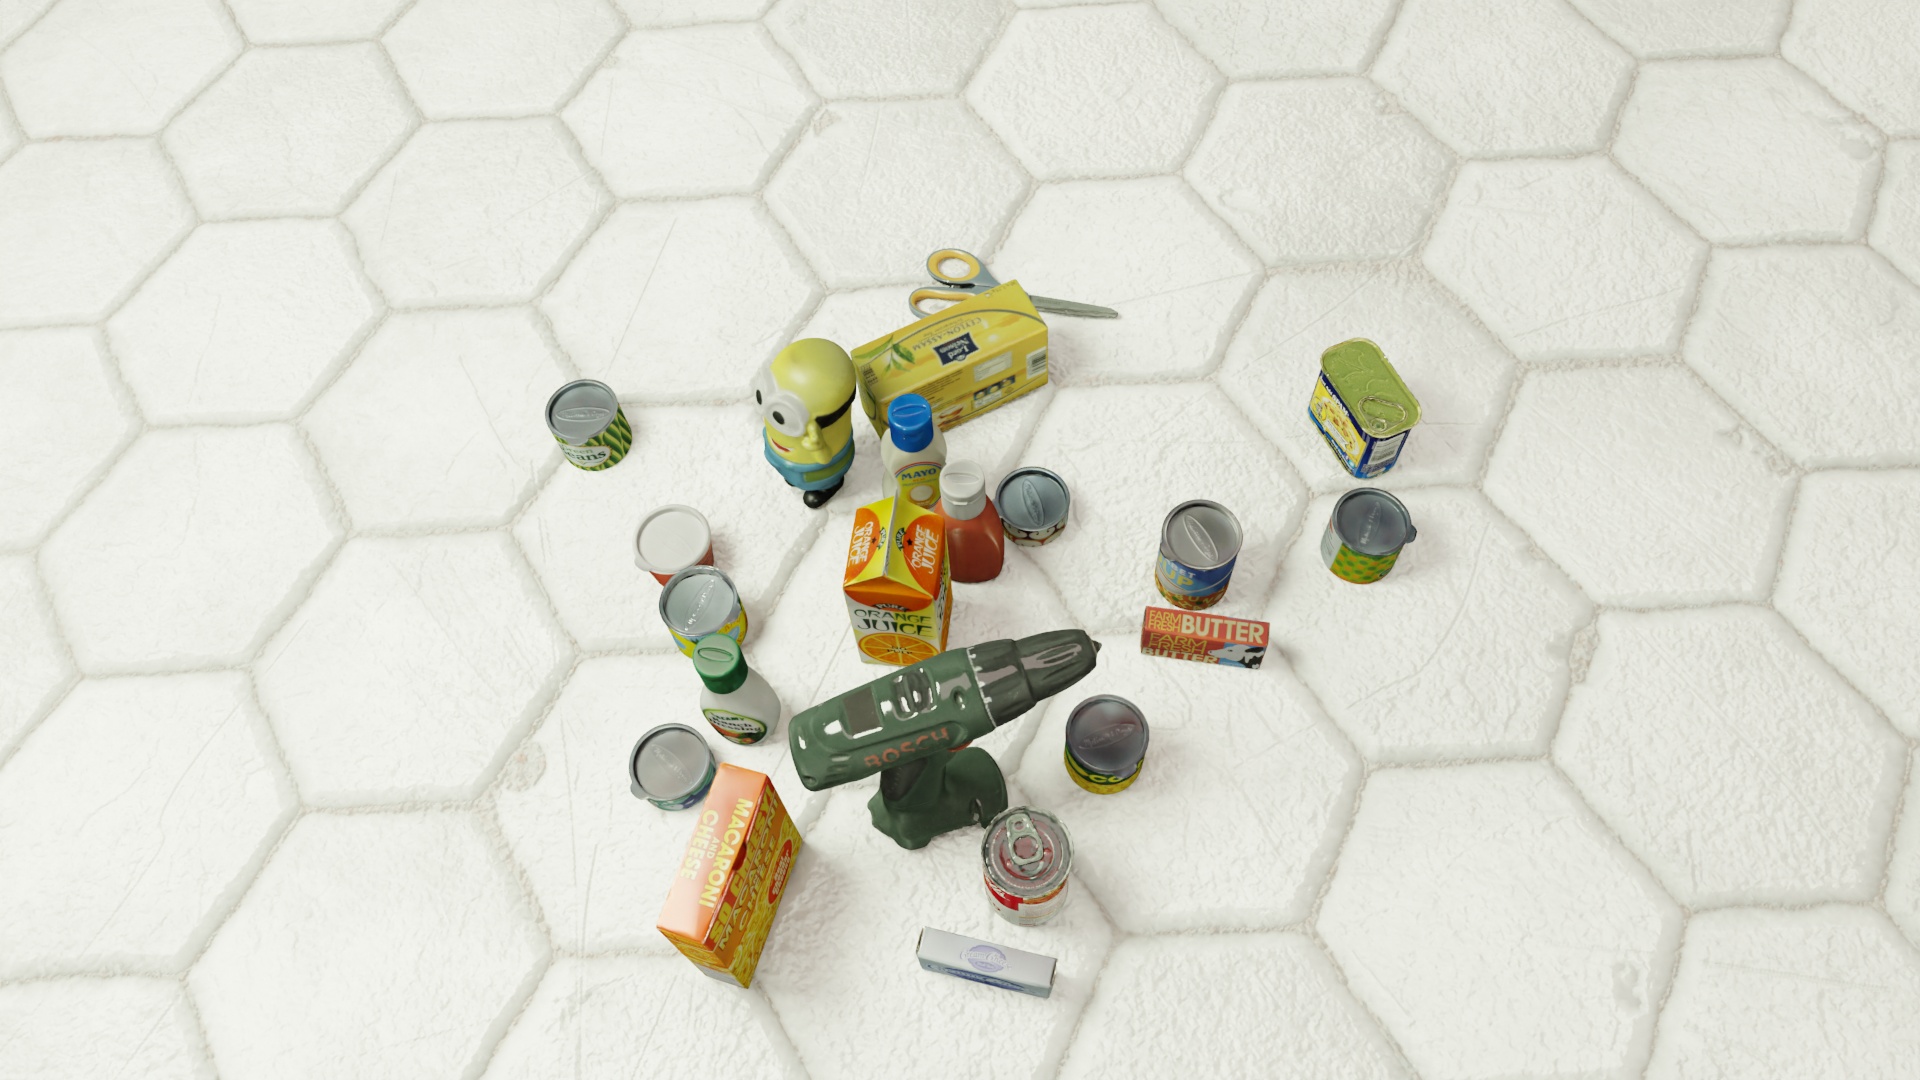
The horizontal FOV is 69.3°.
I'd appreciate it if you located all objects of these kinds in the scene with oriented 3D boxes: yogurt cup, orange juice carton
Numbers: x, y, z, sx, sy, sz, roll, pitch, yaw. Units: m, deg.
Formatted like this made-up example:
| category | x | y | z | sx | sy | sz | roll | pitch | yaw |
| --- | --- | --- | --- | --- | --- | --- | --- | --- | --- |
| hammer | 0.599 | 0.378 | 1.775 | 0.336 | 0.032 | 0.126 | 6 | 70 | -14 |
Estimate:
| category | x | y | z | sx | sy | sz | roll | pitch | yaw |
| --- | --- | --- | --- | --- | --- | --- | --- | --- | --- |
| yogurt cup | -0.247 | 0.009 | 1.213 | 0.072 | 0.053 | 0.073 | -1 | 62 | 2 |
| orange juice carton | -0.049 | 0.034 | 1.115 | 0.073 | 0.191 | 0.072 | 6 | 63 | 5 |

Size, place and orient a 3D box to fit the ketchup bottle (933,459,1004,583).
| category | x | y | z | sx | sy | sz | roll | pitch | yaw |
| --- | --- | --- | --- | --- | --- | --- | --- | --- | --- |
| ketchup bottle | 0.004 | -0.015 | 1.163 | 0.065 | 0.148 | 0.044 | 4 | 62 | 4 |

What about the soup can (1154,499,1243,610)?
| category | x | y | z | sx | sy | sz | roll | pitch | yaw |
| --- | --- | --- | --- | --- | --- | --- | --- | --- | --- |
| soup can | 0.198 | 0.014 | 1.177 | 0.071 | 0.083 | 0.071 | -1 | 62 | 2 |

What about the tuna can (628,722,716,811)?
| category | x | y | z | sx | sy | sz | roll | pitch | yaw |
| --- | --- | --- | --- | --- | --- | --- | --- | --- | --- |
| tuna can | -0.235 | 0.187 | 1.130 | 0.071 | 0.032 | 0.071 | -1 | 62 | 2 |

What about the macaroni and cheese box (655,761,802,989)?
| category | x | y | z | sx | sy | sz | roll | pitch | yaw |
| --- | --- | --- | --- | --- | --- | --- | --- | --- | --- |
| macaroni and cheese box | -0.164 | 0.249 | 1.019 | 0.040 | 0.165 | 0.124 | 14 | 64 | 10 |

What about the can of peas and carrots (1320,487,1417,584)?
| category | x | y | z | sx | sy | sz | roll | pitch | yaw |
| --- | --- | --- | --- | --- | --- | --- | --- | --- | --- |
| can of peas and carrots | 0.350 | -0.003 | 1.195 | 0.071 | 0.058 | 0.071 | -1 | 62 | 2 |

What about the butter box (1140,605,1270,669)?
| category | x | y | z | sx | sy | sz | roll | pitch | yaw |
| --- | --- | --- | --- | --- | --- | --- | --- | --- | --- |
| butter box | 0.202 | 0.081 | 1.158 | 0.103 | 0.053 | 0.024 | 8 | 63 | 6 |

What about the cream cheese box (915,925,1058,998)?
| category | x | y | z | sx | sy | sz | roll | pitch | yaw |
| --- | --- | --- | --- | --- | --- | --- | --- | --- | --- |
| cream cheese box | 0.020 | 0.317 | 1.039 | 0.104 | 0.053 | 0.024 | 11 | 63 | 8 |

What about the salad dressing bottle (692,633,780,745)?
| category | x | y | z | sx | sy | sz | roll | pitch | yaw |
| --- | --- | --- | --- | --- | --- | --- | --- | --- | --- |
| salad dressing bottle | -0.180 | 0.118 | 1.100 | 0.064 | 0.147 | 0.044 | 11 | 63 | 8 |

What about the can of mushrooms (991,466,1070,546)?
| category | x | y | z | sx | sy | sz | roll | pitch | yaw |
| --- | --- | --- | --- | --- | --- | --- | --- | --- | --- |
| can of mushrooms | 0.062 | -0.029 | 1.234 | 0.071 | 0.033 | 0.071 | -1 | 62 | 2 |

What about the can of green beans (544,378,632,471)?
| category | x | y | z | sx | sy | sz | roll | pitch | yaw |
| --- | --- | --- | --- | --- | --- | --- | --- | --- | --- |
| can of green beans | -0.341 | -0.105 | 1.276 | 0.071 | 0.057 | 0.071 | -1 | 62 | 2 |

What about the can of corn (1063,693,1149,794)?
| category | x | y | z | sx | sy | sz | roll | pitch | yaw |
| --- | --- | --- | --- | --- | --- | --- | --- | --- | --- |
| can of corn | 0.117 | 0.166 | 1.113 | 0.071 | 0.058 | 0.071 | -1 | 62 | 2 |

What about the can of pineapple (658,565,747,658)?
| category | x | y | z | sx | sy | sz | roll | pitch | yaw |
| --- | --- | --- | --- | --- | --- | --- | --- | --- | --- |
| can of pineapple | -0.216 | 0.064 | 1.181 | 0.071 | 0.057 | 0.071 | -1 | 62 | 2 |

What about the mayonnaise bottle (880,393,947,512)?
| category | x | y | z | sx | sy | sz | roll | pitch | yaw |
| --- | --- | --- | --- | --- | --- | --- | --- | --- | --- |
| mayonnaise bottle | -0.039 | -0.071 | 1.195 | 0.065 | 0.147 | 0.041 | -11 | 62 | -3 |
